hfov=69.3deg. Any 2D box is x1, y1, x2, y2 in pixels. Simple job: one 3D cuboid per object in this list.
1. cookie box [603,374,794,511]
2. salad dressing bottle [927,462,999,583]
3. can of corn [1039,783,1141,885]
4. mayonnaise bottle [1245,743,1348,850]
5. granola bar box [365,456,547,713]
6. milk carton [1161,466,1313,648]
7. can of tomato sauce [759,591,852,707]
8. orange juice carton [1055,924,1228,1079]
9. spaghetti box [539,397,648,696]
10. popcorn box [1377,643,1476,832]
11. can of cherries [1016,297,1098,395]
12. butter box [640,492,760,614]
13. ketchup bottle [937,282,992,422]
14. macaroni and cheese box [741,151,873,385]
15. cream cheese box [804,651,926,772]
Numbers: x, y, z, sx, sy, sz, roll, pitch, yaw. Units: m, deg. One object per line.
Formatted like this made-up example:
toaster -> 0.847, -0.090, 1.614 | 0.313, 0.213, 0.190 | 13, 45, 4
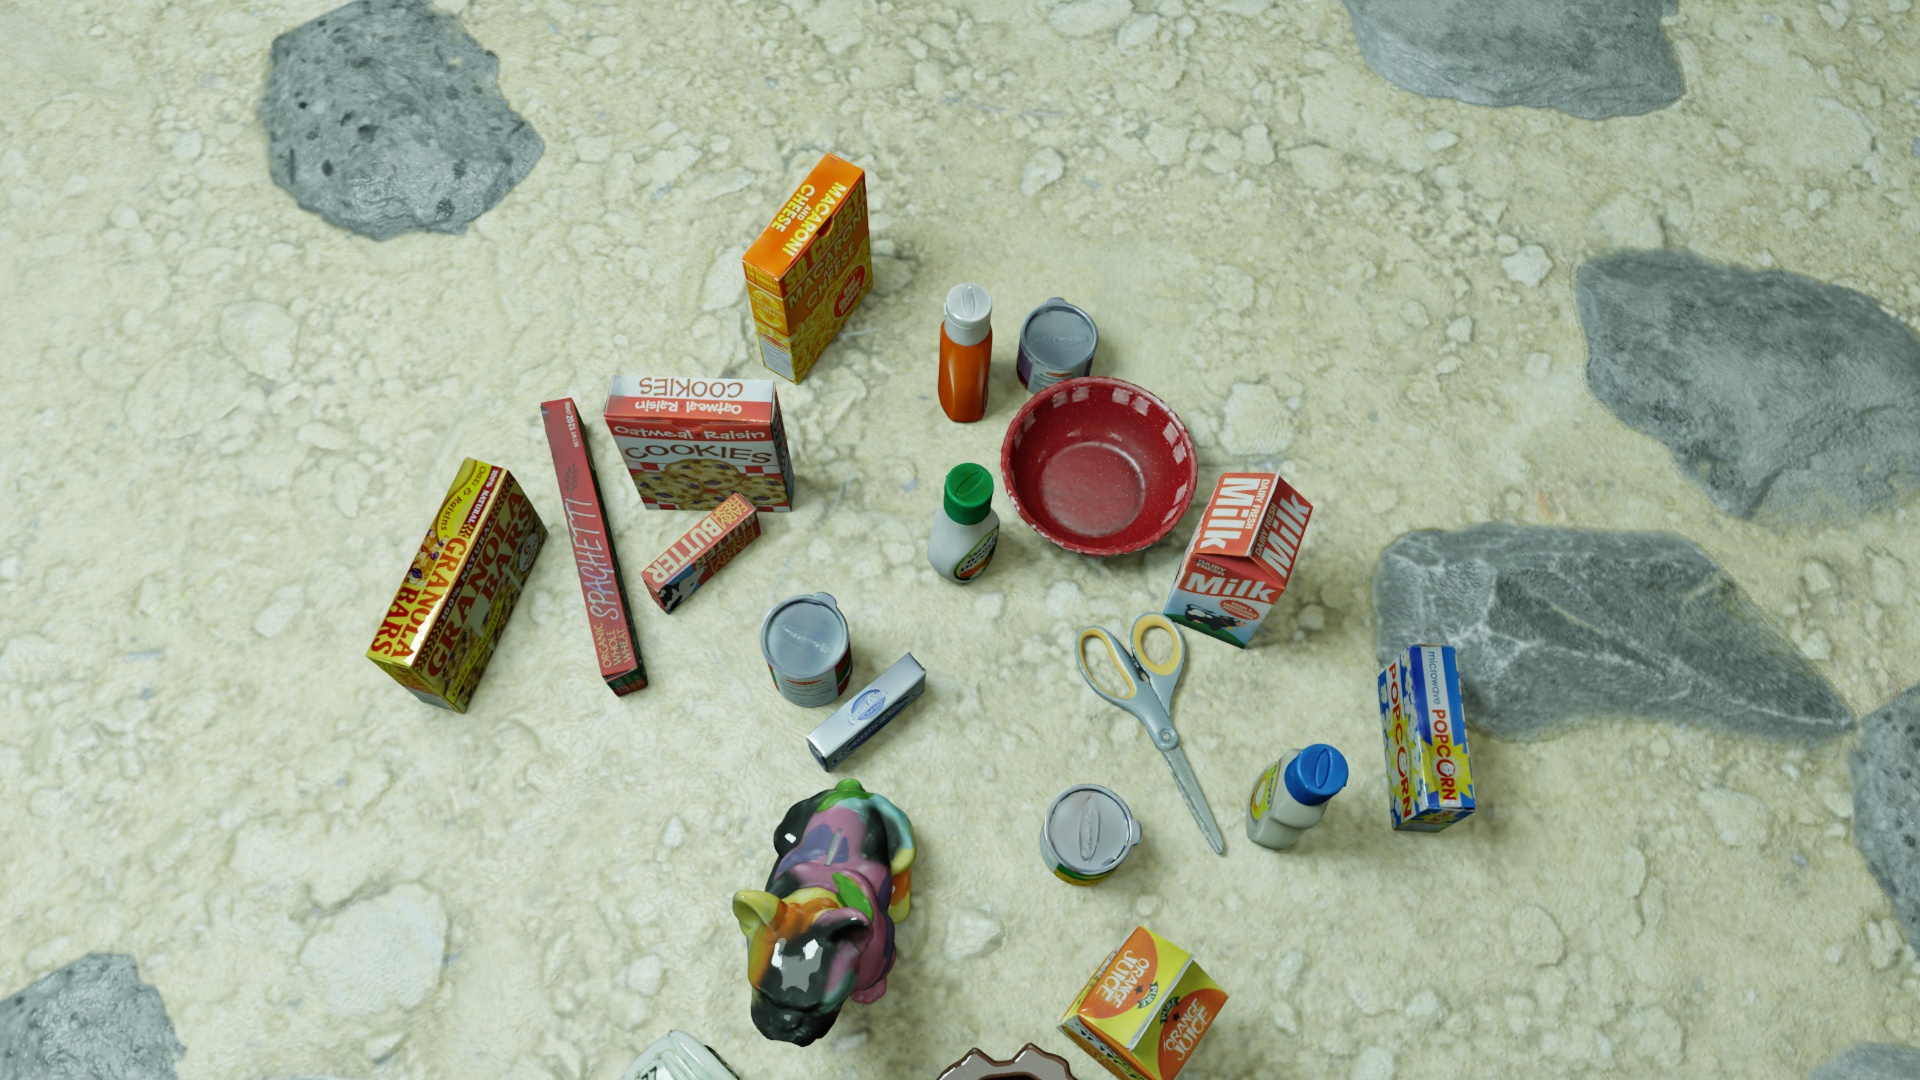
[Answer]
cookie box -> -0.199, -0.072, 1.089 | 0.123, 0.166, 0.040 | 1, 68, -1
salad dressing bottle -> 0.004, -0.014, 1.082 | 0.044, 0.147, 0.064 | 43, 73, 15
can of corn -> 0.096, 0.220, 1.034 | 0.071, 0.058, 0.071 | 1, 67, -1
mayonnaise bottle -> 0.243, 0.182, 1.007 | 0.041, 0.147, 0.065 | 16, 68, 5
granola bar box -> -0.378, 0.037, 1.061 | 0.039, 0.123, 0.166 | 17, 68, 5
milk carton -> 0.211, 0.012, 1.055 | 0.073, 0.189, 0.072 | 21, 69, 7
can of tomato sauce -> -0.117, 0.085, 1.071 | 0.071, 0.082, 0.071 | 1, 67, -1
orange juice carton -> 0.120, 0.313, 0.923 | 0.073, 0.192, 0.072 | 37, 71, 13
spaghetti box -> -0.296, 0.003, 1.118 | 0.029, 0.050, 0.251 | -16, 69, -8
popcorn box -> 0.353, 0.151, 1.057 | 0.038, 0.085, 0.127 | 1, 67, -1
can of cherries -> 0.083, -0.164, 1.197 | 0.071, 0.058, 0.072 | 1, 67, -1
butter box -> -0.207, 0.010, 1.116 | 0.024, 0.053, 0.104 | 43, 72, 15
ketchup bottle -> 0.004, -0.157, 1.142 | 0.043, 0.148, 0.065 | -5, 68, -4
macaroni and cheese box -> -0.123, -0.223, 1.156 | 0.040, 0.165, 0.124 | 30, 70, 10
cream cheese box -> -0.071, 0.133, 1.069 | 0.104, 0.053, 0.024 | -39, 74, -16
